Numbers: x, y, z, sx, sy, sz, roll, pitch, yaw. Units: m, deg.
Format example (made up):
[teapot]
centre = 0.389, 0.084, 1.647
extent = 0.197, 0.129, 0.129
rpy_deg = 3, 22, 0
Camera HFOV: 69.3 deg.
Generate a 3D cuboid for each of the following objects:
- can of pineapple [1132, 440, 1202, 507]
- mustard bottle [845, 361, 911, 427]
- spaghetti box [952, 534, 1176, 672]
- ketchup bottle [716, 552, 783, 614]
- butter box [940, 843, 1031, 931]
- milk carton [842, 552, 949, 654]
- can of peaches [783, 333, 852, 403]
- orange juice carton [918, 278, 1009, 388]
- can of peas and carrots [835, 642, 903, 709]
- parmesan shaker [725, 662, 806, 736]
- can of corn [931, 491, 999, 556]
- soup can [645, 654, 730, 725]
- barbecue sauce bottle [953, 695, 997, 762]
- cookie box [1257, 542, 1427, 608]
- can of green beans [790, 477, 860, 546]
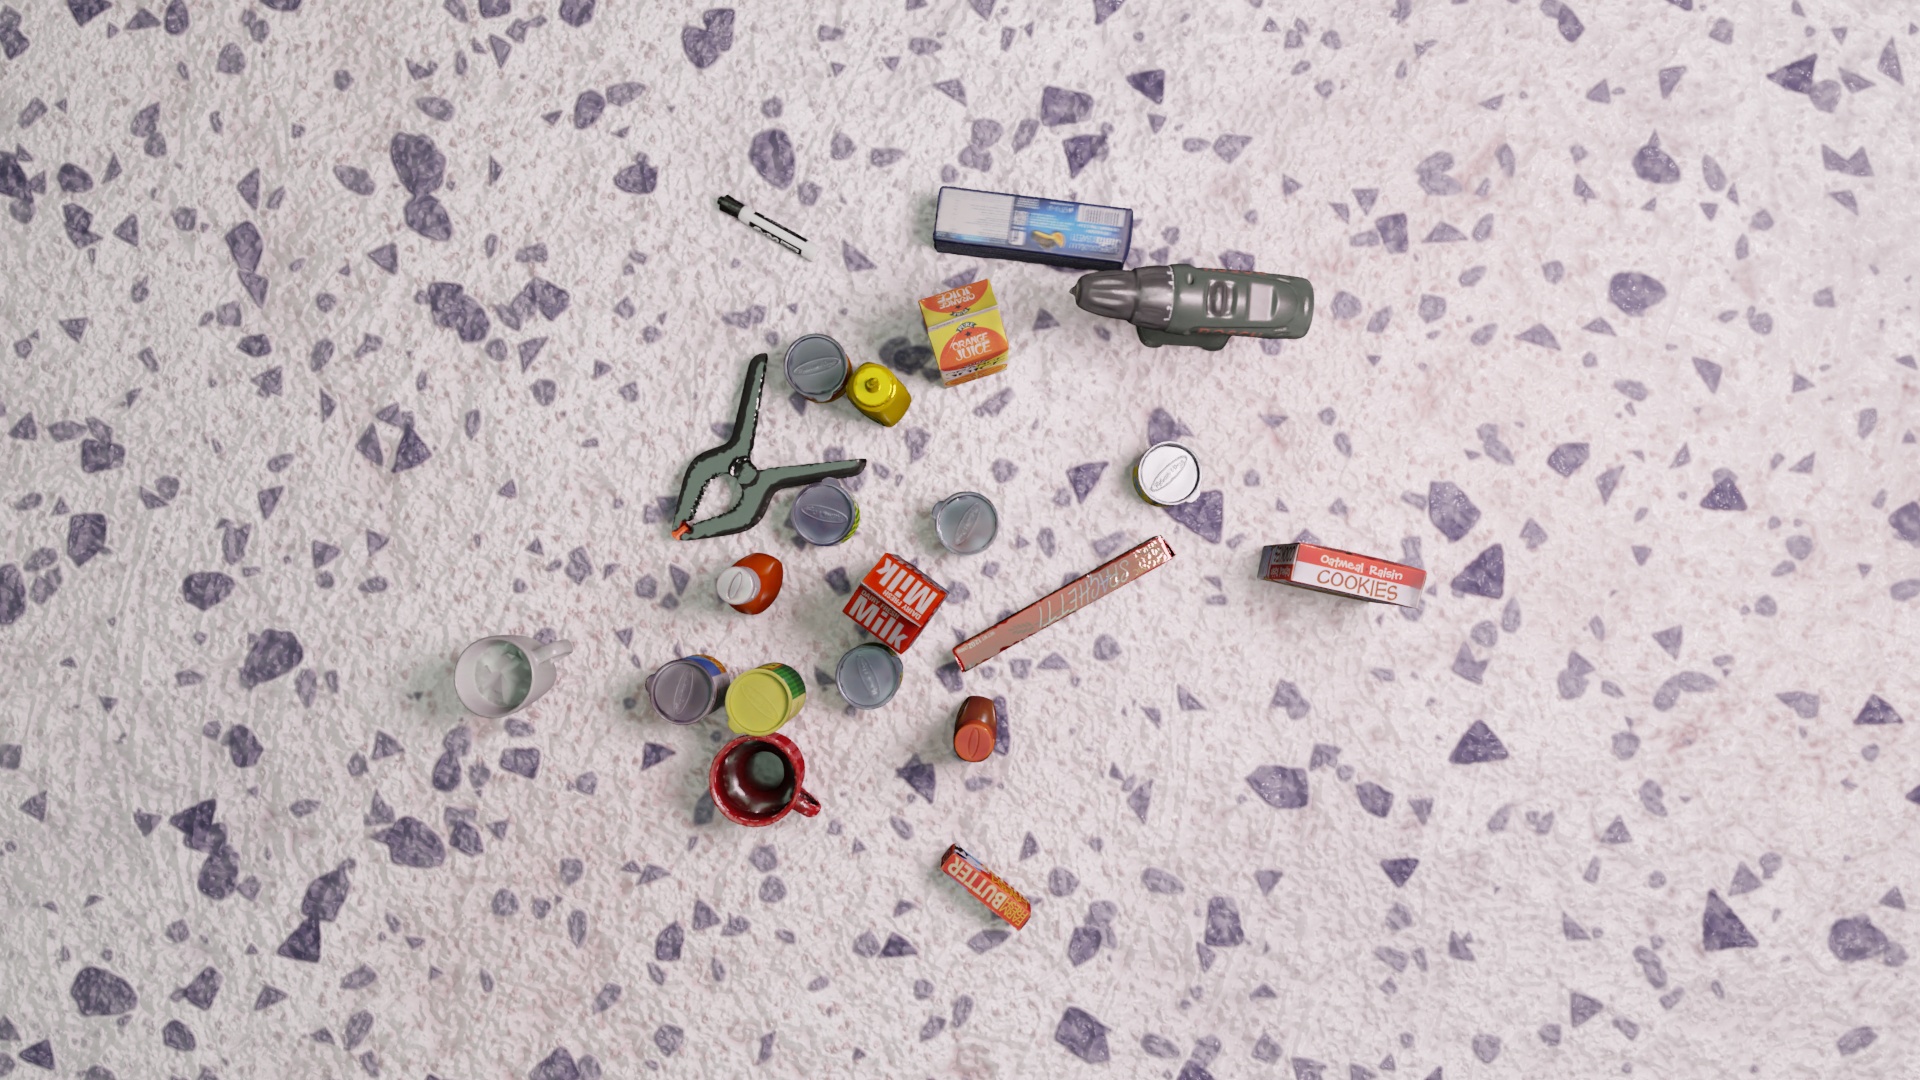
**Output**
[can of pineapple]
centre = 0.214, -0.066, 1.435
extent = 0.071, 0.058, 0.071
rpy_deg = 0, 89, 1
[mustard bottle]
centre = -0.086, -0.149, 1.392
extent = 0.065, 0.160, 0.049
rpy_deg = 36, 90, 2
[spaghetti box]
centre = 0.106, 0.065, 1.437
extent = 0.250, 0.050, 0.028
rpy_deg = -29, 89, 0
[ketchup bottle]
centre = -0.212, 0.044, 1.394
extent = 0.043, 0.149, 0.064
rpy_deg = 22, 90, 1
[butter box]
centre = 0.027, 0.356, 1.429
extent = 0.103, 0.053, 0.024
rpy_deg = 38, 90, 2
[milk carton]
centre = -0.062, 0.061, 1.370
extent = 0.072, 0.190, 0.073
rpy_deg = 36, 90, 2
[can of peaches]
centre = -0.147, -0.176, 1.444
extent = 0.071, 0.058, 0.071
rpy_deg = 0, 89, 1
[orange juice carton]
centre = 0.005, -0.205, 1.375
extent = 0.072, 0.192, 0.073
rpy_deg = -17, 89, 1
[can of peas and carrots]
centre = -0.091, 0.138, 1.435
extent = 0.071, 0.058, 0.071
rpy_deg = 0, 89, 1
[parmesan shaker]
centre = -0.199, 0.162, 1.414
extent = 0.071, 0.103, 0.071
rpy_deg = 0, 89, 1
[can of corn]
centre = 0.005, -0.018, 1.437
extent = 0.071, 0.058, 0.071
rpy_deg = 0, 89, 1
[soup can]
centre = -0.279, 0.151, 1.425
extent = 0.071, 0.084, 0.071
rpy_deg = 0, 89, 1
[barbecue sauce bottle]
centre = 0.015, 0.193, 1.386
extent = 0.044, 0.148, 0.065
rpy_deg = 11, 89, 1
[cookie box]
centre = 0.373, 0.033, 1.375
extent = 0.123, 0.167, 0.040
rpy_deg = 12, 89, 1
[can of green beans]
centre = -0.139, -0.027, 1.440
extent = 0.071, 0.058, 0.071
rpy_deg = 0, 89, 1
